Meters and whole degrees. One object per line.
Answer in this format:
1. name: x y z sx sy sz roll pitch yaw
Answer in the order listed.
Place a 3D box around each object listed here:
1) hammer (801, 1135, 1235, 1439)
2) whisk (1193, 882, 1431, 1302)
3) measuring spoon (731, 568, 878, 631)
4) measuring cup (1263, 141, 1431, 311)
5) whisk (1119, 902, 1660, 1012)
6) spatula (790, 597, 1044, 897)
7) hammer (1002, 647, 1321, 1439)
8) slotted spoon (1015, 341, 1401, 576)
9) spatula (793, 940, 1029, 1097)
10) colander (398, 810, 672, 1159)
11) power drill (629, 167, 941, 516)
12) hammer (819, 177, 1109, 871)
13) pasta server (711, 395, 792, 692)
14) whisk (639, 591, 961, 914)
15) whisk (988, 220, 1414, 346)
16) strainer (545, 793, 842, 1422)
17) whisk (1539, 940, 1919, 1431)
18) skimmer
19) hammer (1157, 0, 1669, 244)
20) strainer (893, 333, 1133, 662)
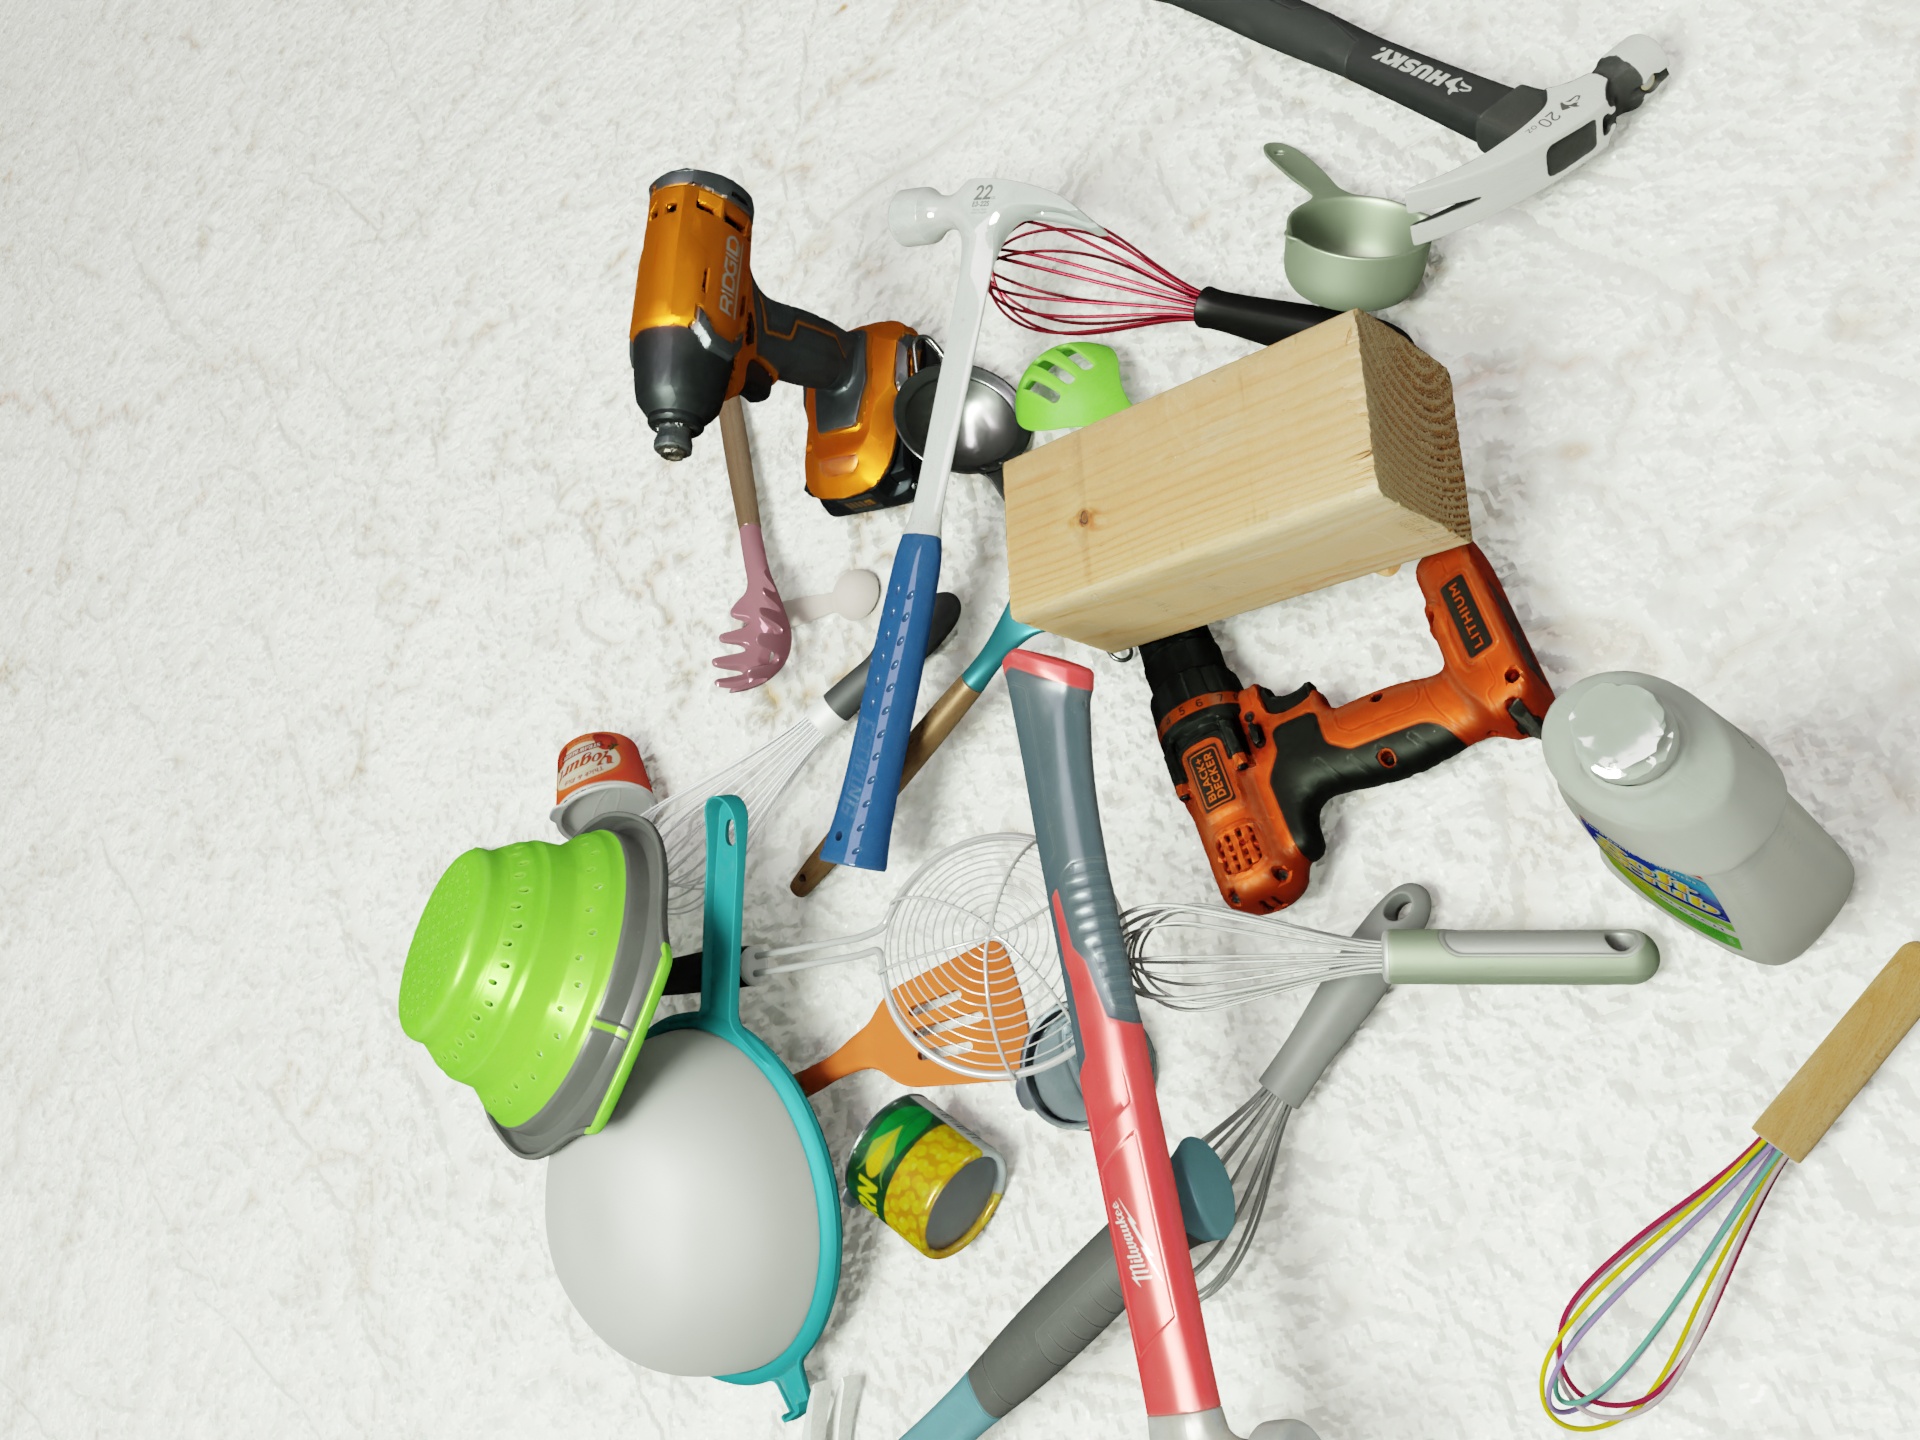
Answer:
1. hammer: 0.022 0.320 0.773 0.331 0.033 0.128 -52 51 24
2. whisk: 0.155 0.179 0.759 0.055 0.055 0.239 34 91 37
3. measuring spoon: -0.107 -0.074 1.042 0.124 0.018 0.034 -12 68 32
4. measuring cup: 0.200 -0.275 0.881 0.083 0.038 0.168 -9 41 -8
5. whisk: 0.186 0.107 0.725 0.246 0.059 0.058 -2 31 14
6. spatula: -0.001 -0.003 0.923 0.082 0.044 0.317 50 116 19
7. hammer: 0.057 0.153 0.720 0.143 0.038 0.387 -27 65 40
8. slotted spoon: 0.123 -0.147 0.867 0.070 0.031 0.314 -46 45 -3
9. spatula: -0.100 0.223 0.938 0.322 0.041 0.081 -30 58 28
10. colander: -0.293 0.125 0.975 0.397 0.094 0.204 18 85 61
11. power drill: -0.107 -0.202 0.953 0.084 0.226 0.164 -6 72 34
12. hammer: -0.016 -0.115 0.907 0.144 0.035 0.405 8 84 38
13. pasta server: -0.153 -0.152 1.080 0.060 0.040 0.317 -41 49 39
14. whisk: -0.107 0.017 0.991 0.284 0.070 0.070 -42 55 11
15. whisk: 0.124 -0.241 0.914 0.296 0.073 0.073 24 89 33
16. strainer: -0.165 0.212 0.877 0.211 0.095 0.340 11 100 42
17. whisk: 0.319 0.192 0.647 0.047 0.051 0.245 38 94 16
18. skimmer: -0.061 0.142 0.901 0.363 0.090 0.127 -18 57 50
19. hammer: 0.211 -0.373 0.892 0.146 0.035 0.335 -39 50 -5
20. strainer: 0.032 -0.129 0.950 0.087 0.050 0.259 -20 60 -20
